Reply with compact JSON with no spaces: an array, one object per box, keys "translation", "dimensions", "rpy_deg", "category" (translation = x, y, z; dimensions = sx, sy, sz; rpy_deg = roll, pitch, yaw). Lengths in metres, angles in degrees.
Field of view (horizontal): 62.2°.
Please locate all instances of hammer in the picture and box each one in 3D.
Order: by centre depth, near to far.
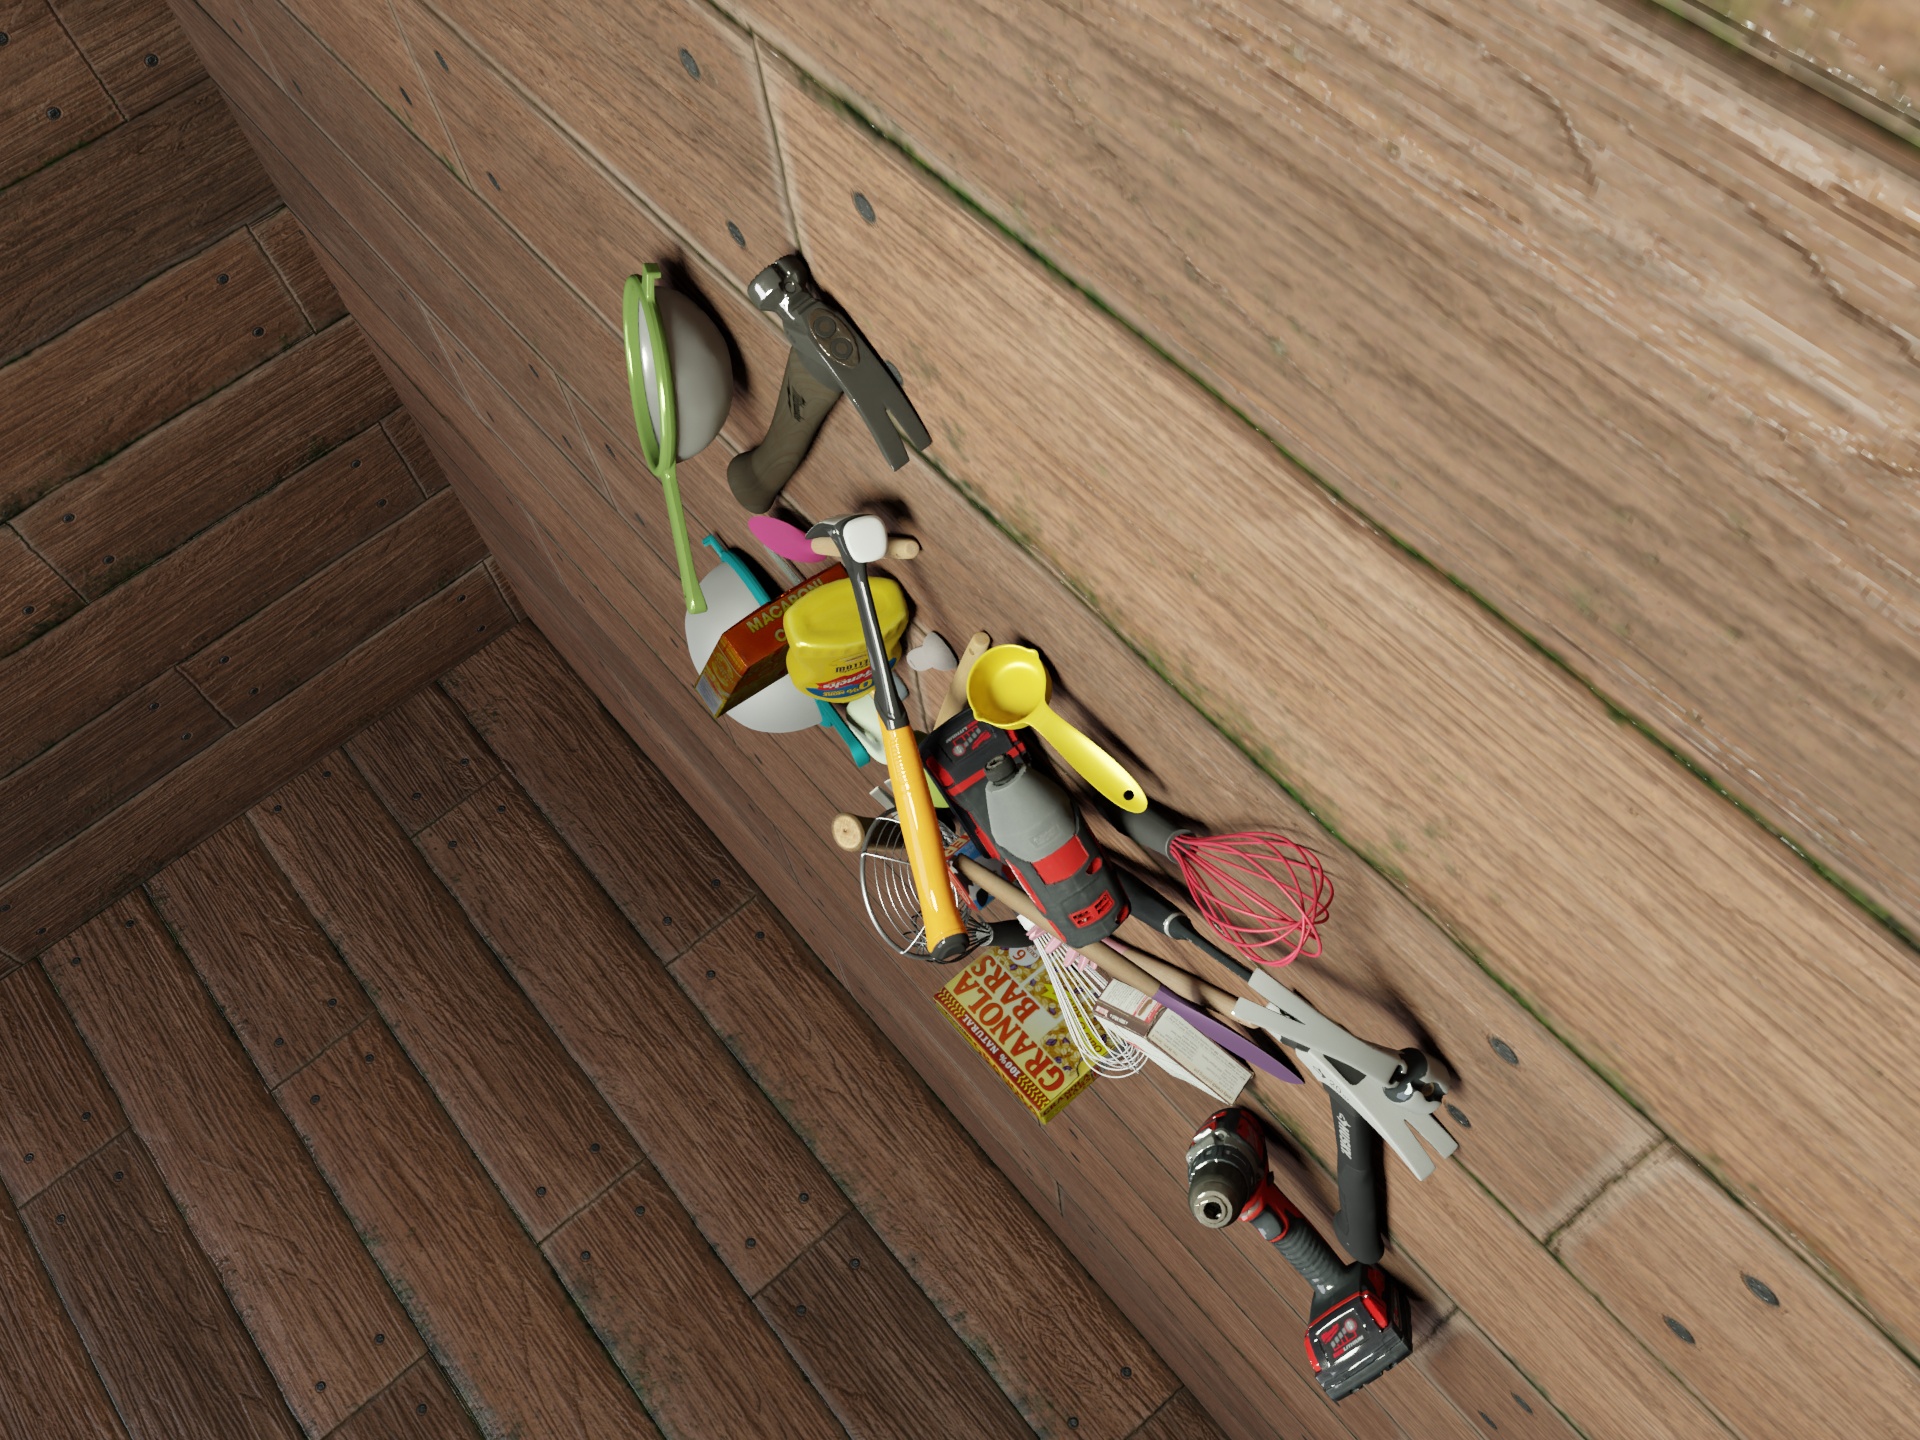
[{"translation":[0.154,0.147,1.094],"dimensions":[0.149,0.036,0.409],"rpy_deg":[29,-179,-27],"category":"hammer"},{"translation":[0.294,0.327,1.165],"dimensions":[0.146,0.035,0.334],"rpy_deg":[42,162,37],"category":"hammer"},{"translation":[-0.120,-0.204,1.169],"dimensions":[0.146,0.038,0.410],"rpy_deg":[52,166,-5],"category":"hammer"},{"translation":[-0.048,0.013,1.169],"dimensions":[0.127,0.034,0.336],"rpy_deg":[-159,54,-72],"category":"hammer"},{"translation":[-0.068,0.109,1.535],"dimensions":[0.130,0.031,0.331],"rpy_deg":[57,-174,11],"category":"hammer"}]

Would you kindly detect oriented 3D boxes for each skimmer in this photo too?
[{"translation":[-0.041,0.122,1.427],"dimensions":[0.363,0.090,0.127],"rpy_deg":[-131,19,-85],"category":"skimmer"}]

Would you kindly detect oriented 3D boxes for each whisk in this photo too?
[{"translation":[0.148,0.084,1.004],"dimensions":[0.073,0.073,0.296],"rpy_deg":[58,171,-19],"category":"whisk"},{"translation":[0.085,0.211,1.488],"dimensions":[0.285,0.070,0.070],"rpy_deg":[55,165,6],"category":"whisk"},{"translation":[0.019,0.201,1.488],"dimensions":[0.055,0.055,0.238],"rpy_deg":[45,-165,26],"category":"whisk"}]

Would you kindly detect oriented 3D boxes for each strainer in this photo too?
[{"translation":[-0.200,-0.211,1.207],"dimensions":[0.151,0.069,0.256],"rpy_deg":[176,83,-72],"category":"strainer"},{"translation":[-0.194,-0.031,1.586],"dimensions":[0.341,0.095,0.210],"rpy_deg":[49,166,48],"category":"strainer"}]

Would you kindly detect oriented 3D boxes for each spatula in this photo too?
[{"translation":[0.128,0.191,1.210],"dimensions":[0.316,0.018,0.059],"rpy_deg":[33,165,-3],"category":"spatula"}]

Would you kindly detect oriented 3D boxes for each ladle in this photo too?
[{"translation":[-0.002,-0.004,1.292],"dimensions":[0.078,0.062,0.320],"rpy_deg":[52,159,12],"category":"ladle"}]

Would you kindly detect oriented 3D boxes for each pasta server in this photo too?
[{"translation":[0.149,0.209,1.319],"dimensions":[0.060,0.040,0.316],"rpy_deg":[41,169,-24],"category":"pasta server"}]

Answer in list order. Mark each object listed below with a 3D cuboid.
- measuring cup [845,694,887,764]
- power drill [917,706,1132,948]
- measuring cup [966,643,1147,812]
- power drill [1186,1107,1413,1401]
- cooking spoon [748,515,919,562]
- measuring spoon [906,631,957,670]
[{"translation":[-0.078,0.028,1.568],"dimensions":[0.083,0.038,0.167],"rpy_deg":[46,162,21],"category":"measuring cup"},{"translation":[0.041,0.063,1.132],"dimensions":[0.143,0.078,0.220],"rpy_deg":[57,177,-19],"category":"power drill"},{"translation":[0.069,0.010,1.070],"dimensions":[0.157,0.062,0.029],"rpy_deg":[43,-175,20],"category":"measuring cup"},{"translation":[0.265,0.432,1.296],"dimensions":[0.227,0.080,0.188],"rpy_deg":[52,-167,7],"category":"power drill"},{"translation":[-0.105,-0.141,1.281],"dimensions":[0.068,0.017,0.319],"rpy_deg":[36,170,-25],"category":"cooking spoon"},{"translation":[-0.031,-0.049,1.293],"dimensions":[0.034,0.018,0.124],"rpy_deg":[54,166,-6],"category":"measuring spoon"}]
